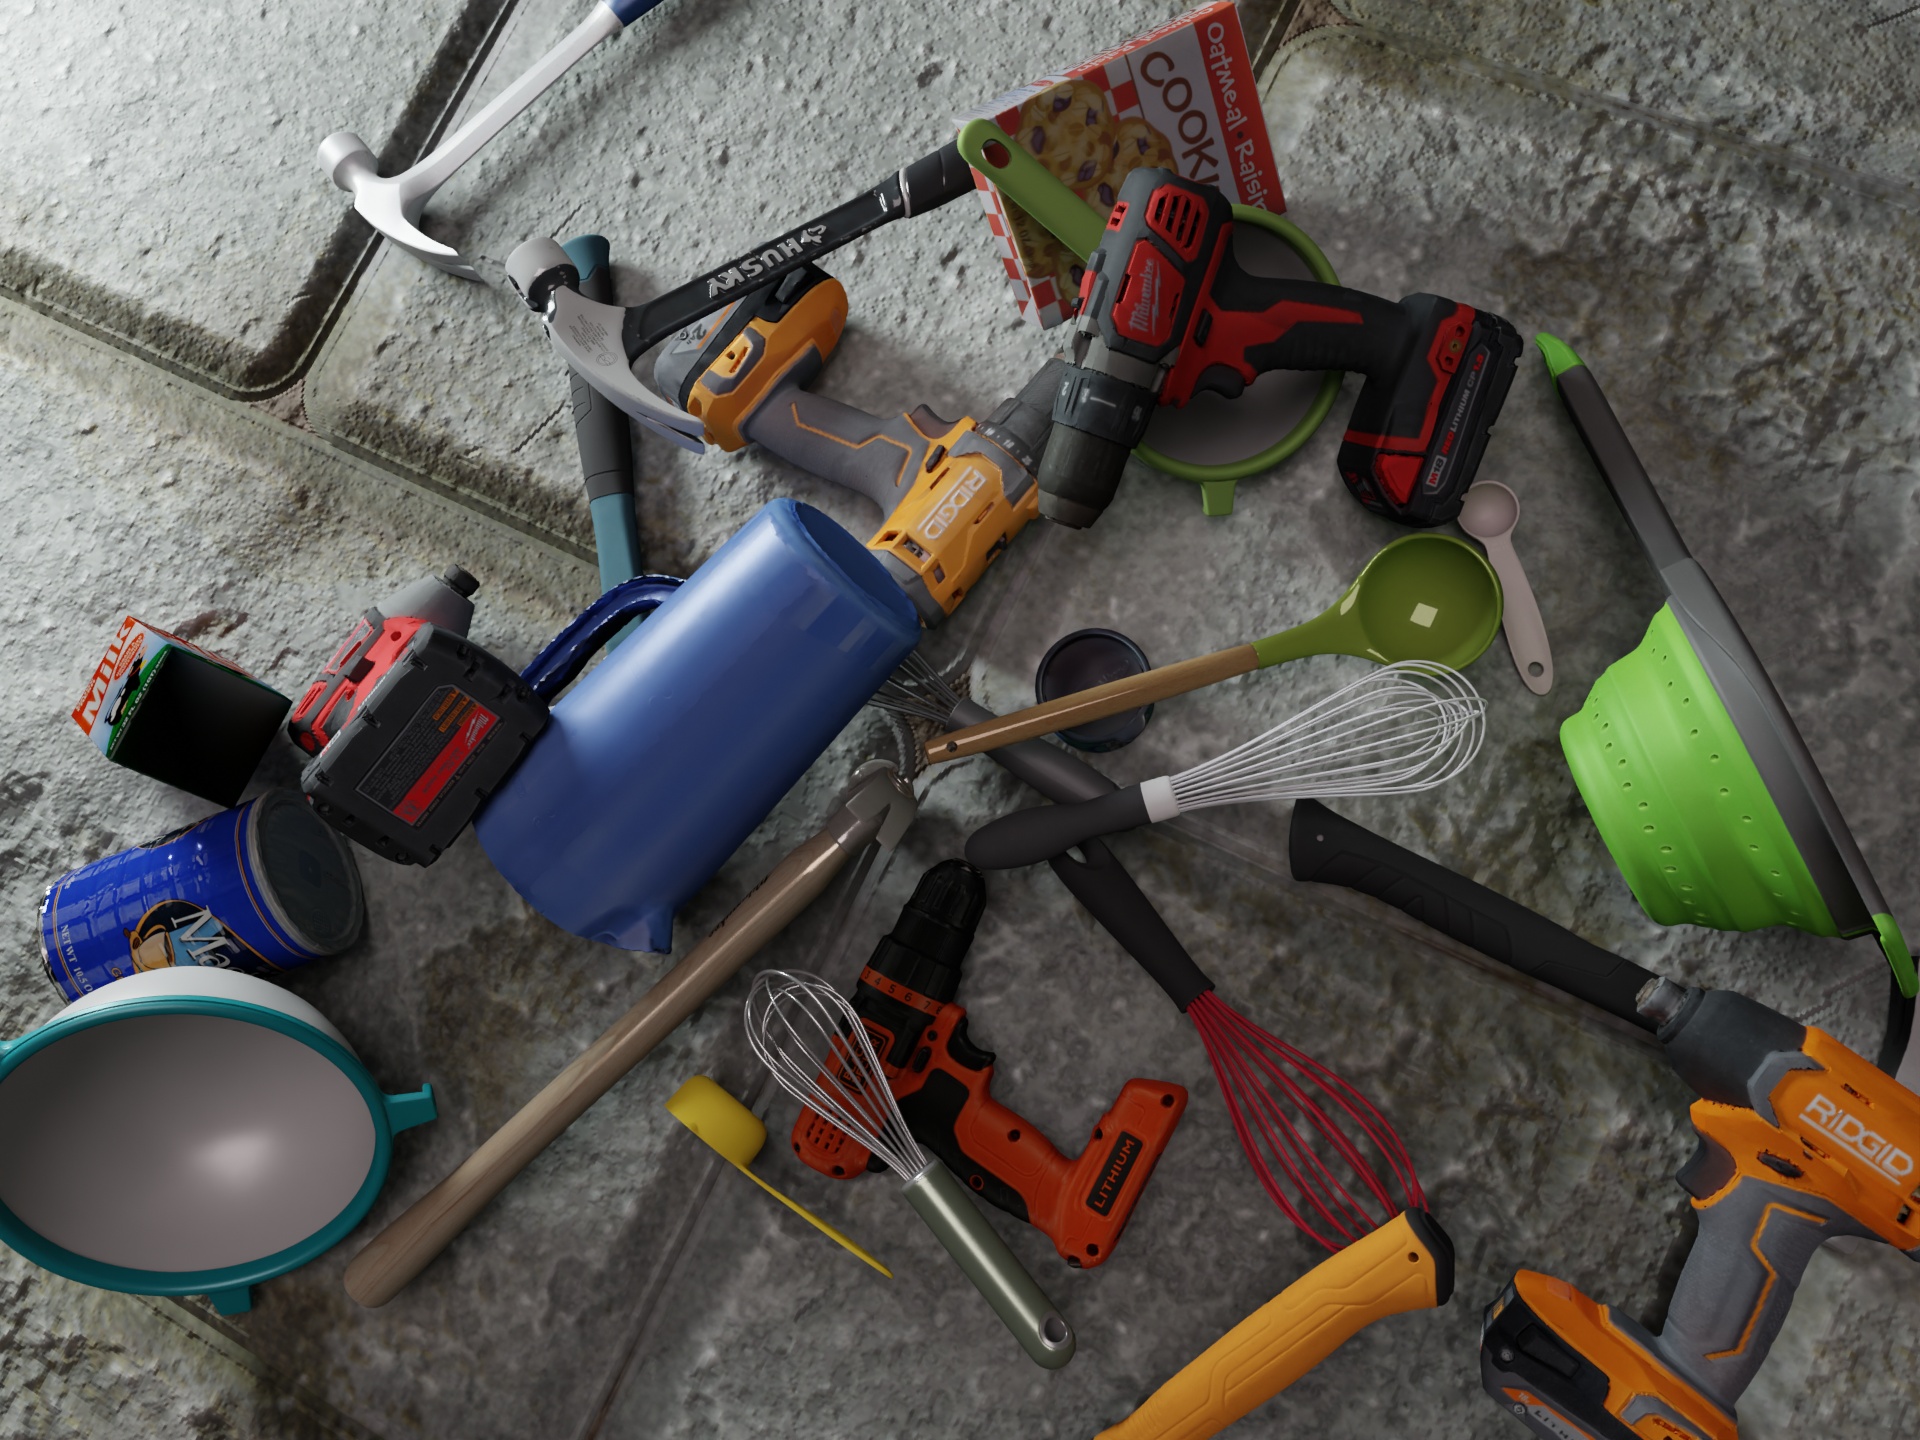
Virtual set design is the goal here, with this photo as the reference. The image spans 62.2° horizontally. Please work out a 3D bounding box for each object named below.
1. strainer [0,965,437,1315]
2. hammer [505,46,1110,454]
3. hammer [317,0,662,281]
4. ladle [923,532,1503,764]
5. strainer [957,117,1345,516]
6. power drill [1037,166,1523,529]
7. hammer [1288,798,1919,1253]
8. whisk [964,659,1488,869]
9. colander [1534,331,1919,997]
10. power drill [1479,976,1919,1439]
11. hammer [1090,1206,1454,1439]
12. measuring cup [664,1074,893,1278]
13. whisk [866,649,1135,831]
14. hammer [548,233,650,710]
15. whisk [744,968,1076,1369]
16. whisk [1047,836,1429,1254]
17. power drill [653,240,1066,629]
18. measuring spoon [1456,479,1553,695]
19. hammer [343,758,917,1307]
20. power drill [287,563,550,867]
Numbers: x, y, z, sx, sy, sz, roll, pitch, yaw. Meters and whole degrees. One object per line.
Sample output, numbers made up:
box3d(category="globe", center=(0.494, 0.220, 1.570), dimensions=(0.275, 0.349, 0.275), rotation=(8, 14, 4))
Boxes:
box3d(category="strainer", center=(-0.467, 0.176, 0.848), dimensions=(0.211, 0.340, 0.095), rotation=(-45, 30, 12))
box3d(category="hammer", center=(-0.045, -0.293, 0.917), dimensions=(0.409, 0.036, 0.149), rotation=(-33, 76, -19))
box3d(category="hammer", center=(-0.236, -0.458, 1.056), dimensions=(0.405, 0.035, 0.144), rotation=(-42, 73, -1))
box3d(category="ladle", center=(0.135, -0.028, 0.852), dimensions=(0.320, 0.062, 0.078), rotation=(-16, 89, -4))
box3d(category="strainer", center=(0.098, -0.244, 0.893), dimensions=(0.256, 0.069, 0.151), rotation=(36, 96, -14))
box3d(category="power drill", center=(0.160, -0.169, 0.848), dimensions=(0.226, 0.080, 0.188), rotation=(17, 101, -10))
box3d(category="hammer", center=(0.323, 0.123, 0.821), dimensions=(0.335, 0.035, 0.146), rotation=(27, 84, 15))
box3d(category="whisk", center=(0.137, 0.033, 0.842), dimensions=(0.284, 0.070, 0.070), rotation=(-17, 75, 10))
box3d(category="colander", center=(0.339, -0.035, 0.807), dimensions=(0.094, 0.204, 0.398), rotation=(-27, 54, 22))
box3d(category="power drill", center=(0.342, 0.241, 0.745), dimensions=(0.164, 0.084, 0.226), rotation=(37, 99, 16))
box3d(category="hammer", center=(0.094, 0.338, 0.777), dimensions=(0.337, 0.034, 0.127), rotation=(-40, 73, 13))
box3d(category="measuring cup", center=(-0.092, 0.242, 0.853), dimensions=(0.157, 0.062, 0.029), rotation=(31, 73, 19))
box3d(category="whisk", center=(-0.001, -0.004, 0.904), dimensions=(0.239, 0.055, 0.055), rotation=(31, 84, 12))
box3d(category="hammer", center=(-0.218, -0.148, 0.983), dimensions=(0.128, 0.033, 0.331), rotation=(-12, 75, 8))
box3d(category="whisk", center=(-0.026, 0.224, 0.802), dimensions=(0.246, 0.059, 0.058), rotation=(50, 46, 9))
box3d(category="whisk", center=(0.137, 0.161, 0.834), dimensions=(0.073, 0.073, 0.296), rotation=(-40, 68, 0))
box3d(category="power drill", center=(-0.043, -0.188, 0.938), dimensions=(0.226, 0.084, 0.185), rotation=(39, 84, 12))
box3d(category="measuring spoon", center=(0.304, -0.073, 0.883), dimensions=(0.034, 0.018, 0.124), rotation=(-15, 82, 6))
box3d(category="hammer", center=(-0.181, 0.175, 0.857), dimensions=(0.410, 0.146, 0.038), rotation=(-43, 94, 3))
box3d(category="power drill", center=(-0.308, -0.014, 0.893), dimensions=(0.143, 0.078, 0.220), rotation=(-52, 29, -4))
